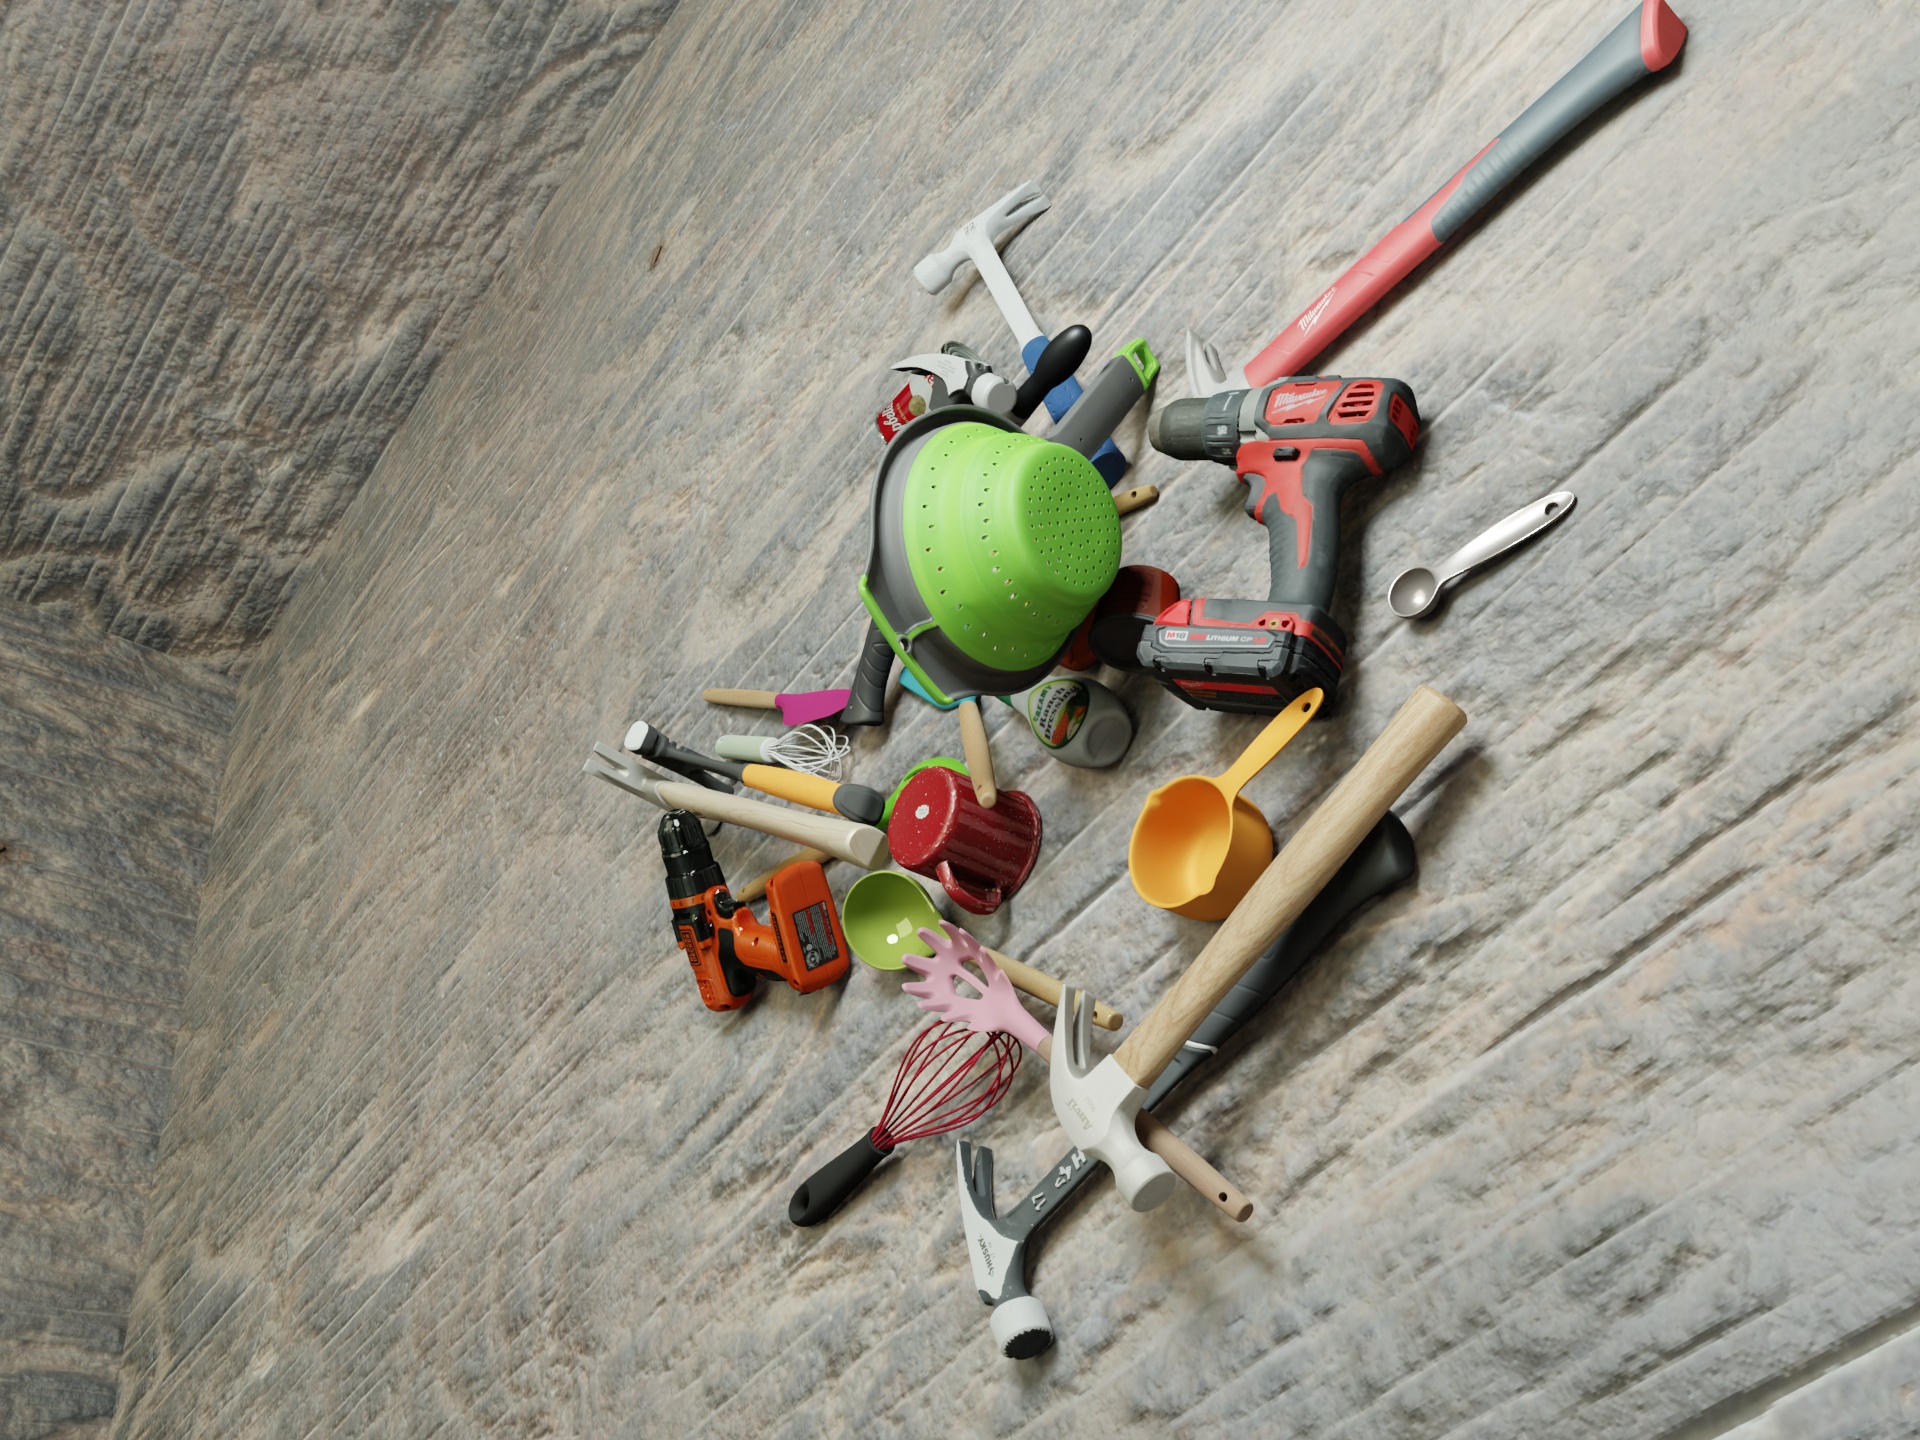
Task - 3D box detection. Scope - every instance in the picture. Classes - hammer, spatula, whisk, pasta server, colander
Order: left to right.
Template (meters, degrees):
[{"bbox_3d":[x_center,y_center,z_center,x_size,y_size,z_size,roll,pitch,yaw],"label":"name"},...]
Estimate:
[{"bbox_3d":[-0.194,0.078,1.390,0.411,0.146,0.038,6,69,56],"label":"hammer"},{"bbox_3d":[-0.171,0.056,1.417,0.337,0.127,0.034,10,74,51],"label":"hammer"},{"bbox_3d":[-0.174,0.029,1.498,0.058,0.059,0.246,-30,16,-28],"label":"whisk"},{"bbox_3d":[-0.047,0.295,1.152,0.295,0.073,0.073,-49,37,34],"label":"whisk"},{"bbox_3d":[-0.047,-0.147,1.349,0.146,0.035,0.334,40,119,49],"label":"hammer"},{"bbox_3d":[-0.002,-0.004,1.237,0.082,0.044,0.318,-52,16,13],"label":"spatula"},{"bbox_3d":[0.030,-0.236,1.322,0.284,0.070,0.070,-43,38,51],"label":"whisk"},{"bbox_3d":[0.066,-0.337,1.392,0.144,0.035,0.406,-37,44,17],"label":"hammer"},{"bbox_3d":[0.065,0.215,0.990,0.316,0.040,0.060,32,93,50],"label":"pasta server"},{"bbox_3d":[0.081,-0.175,1.129,0.094,0.204,0.397,-13,31,44],"label":"colander"},{"bbox_3d":[0.131,0.208,0.982,0.409,0.036,0.149,-51,35,19],"label":"hammer"},{"bbox_3d":[0.169,0.115,0.913,0.331,0.031,0.130,-52,44,7],"label":"hammer"},{"bbox_3d":[0.307,-0.338,1.080,0.386,0.038,0.143,-41,39,32],"label":"hammer"}]

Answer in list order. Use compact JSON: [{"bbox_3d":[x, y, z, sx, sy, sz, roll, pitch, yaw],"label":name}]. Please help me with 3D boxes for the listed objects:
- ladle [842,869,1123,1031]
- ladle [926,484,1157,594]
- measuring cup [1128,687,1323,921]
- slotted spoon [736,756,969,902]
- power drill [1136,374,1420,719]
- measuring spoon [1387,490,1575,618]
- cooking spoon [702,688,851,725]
[{"bbox_3d":[0.008,0.170,1.128,0.320,0.062,0.078,13,96,60],"label":"ladle"},{"bbox_3d":[0.042,-0.144,1.326,0.315,0.031,0.069,-17,72,46],"label":"ladle"},{"bbox_3d":[0.181,0.053,0.996,0.173,0.052,0.095,-50,37,18],"label":"measuring cup"},{"bbox_3d":[-0.104,0.105,1.369,0.313,0.031,0.070,-31,43,42],"label":"slotted spoon"},{"bbox_3d":[0.187,-0.123,1.045,0.188,0.080,0.227,6,72,38],"label":"power drill"},{"bbox_3d":[0.312,-0.097,0.949,0.124,0.018,0.034,-34,45,28],"label":"measuring spoon"},{"bbox_3d":[-0.185,-0.020,1.544,0.069,0.017,0.319,-31,18,-26],"label":"cooking spoon"}]
